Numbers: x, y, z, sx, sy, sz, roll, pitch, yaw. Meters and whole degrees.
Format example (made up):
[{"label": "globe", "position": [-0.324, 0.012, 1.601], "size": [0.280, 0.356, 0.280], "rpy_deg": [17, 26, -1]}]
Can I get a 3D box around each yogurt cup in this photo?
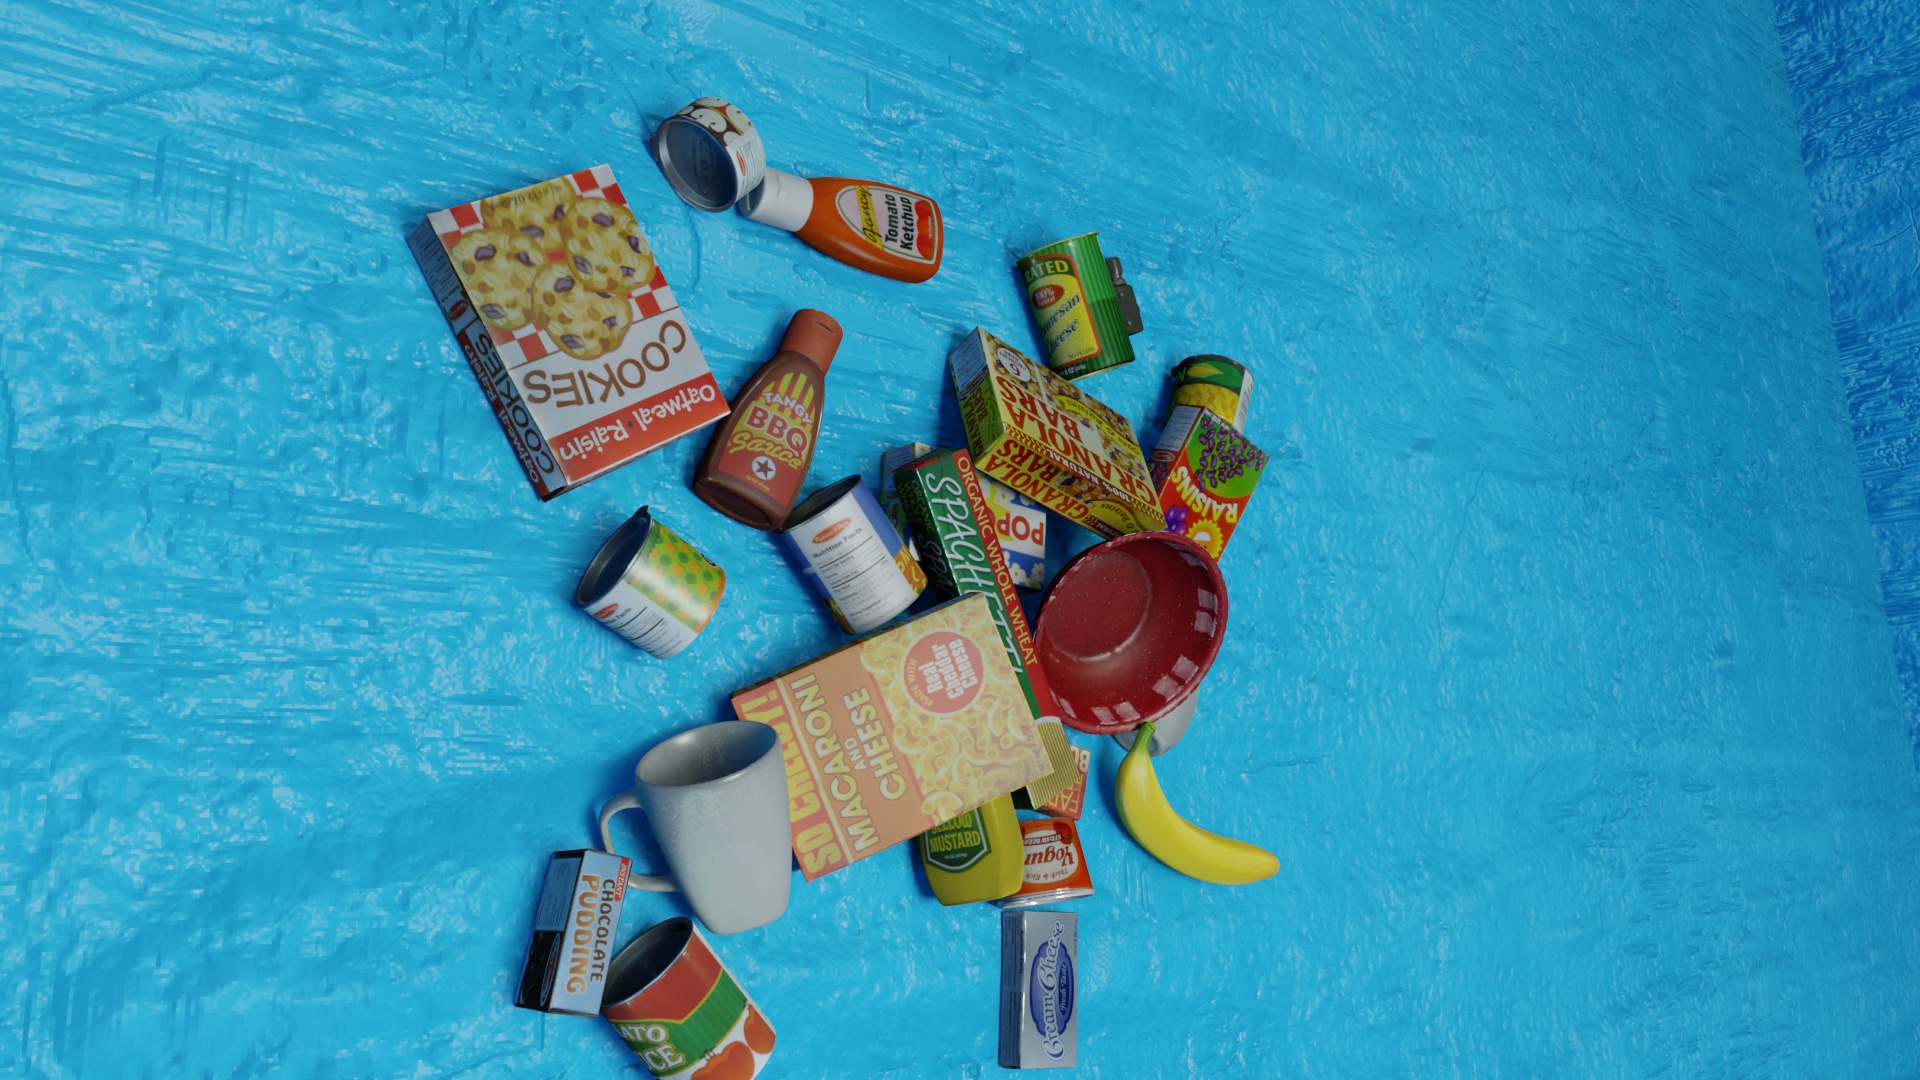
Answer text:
[{"label": "yogurt cup", "position": [0.055, 0.221, 0.953], "size": [0.072, 0.072, 0.054], "rpy_deg": [8, 66, -39]}]

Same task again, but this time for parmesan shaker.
[{"label": "parmesan shaker", "position": [0.092, -0.180, 1.081], "size": [0.071, 0.071, 0.103], "rpy_deg": [-20, 92, -42]}]

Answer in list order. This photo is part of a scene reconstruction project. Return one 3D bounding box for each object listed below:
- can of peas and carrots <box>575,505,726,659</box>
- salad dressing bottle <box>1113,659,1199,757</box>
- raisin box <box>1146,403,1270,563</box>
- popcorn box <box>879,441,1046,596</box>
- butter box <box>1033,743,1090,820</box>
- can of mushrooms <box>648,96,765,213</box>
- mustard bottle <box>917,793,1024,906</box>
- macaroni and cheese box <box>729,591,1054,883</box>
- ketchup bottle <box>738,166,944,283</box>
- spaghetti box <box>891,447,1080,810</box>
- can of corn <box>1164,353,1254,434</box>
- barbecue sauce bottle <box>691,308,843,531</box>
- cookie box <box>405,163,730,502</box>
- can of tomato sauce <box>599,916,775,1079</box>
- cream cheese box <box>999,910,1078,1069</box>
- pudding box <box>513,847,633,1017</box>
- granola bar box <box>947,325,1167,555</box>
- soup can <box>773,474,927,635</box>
[{"label": "can of peas and carrots", "position": [-0.177, 0.025, 0.802], "size": [0.058, 0.071, 0.071], "rpy_deg": [40, 56, -27]}, {"label": "salad dressing bottle", "position": [0.167, 0.101, 1.092], "size": [0.064, 0.044, 0.148], "rpy_deg": [48, 52, -19]}, {"label": "raisin box", "position": [0.185, -0.036, 1.118], "size": [0.086, 0.040, 0.123], "rpy_deg": [32, 81, -31]}, {"label": "popcorn box", "position": [0.004, -0.012, 0.984], "size": [0.127, 0.038, 0.085], "rpy_deg": [15, 71, -37]}, {"label": "butter box", "position": [0.047, 0.161, 0.986], "size": [0.103, 0.024, 0.053], "rpy_deg": [26, 63, -33]}, {"label": "can of mushrooms", "position": [-0.161, -0.247, 0.887], "size": [0.071, 0.071, 0.034], "rpy_deg": [53, 52, -17]}, {"label": "mustard bottle", "position": [-0.003, 0.158, 0.920], "size": [0.049, 0.065, 0.160], "rpy_deg": [9, 67, -66]}, {"label": "macaroni and cheese box", "position": [-0.042, 0.120, 0.861], "size": [0.167, 0.040, 0.123], "rpy_deg": [-22, 92, -12]}, {"label": "ketchup bottle", "position": [-0.081, -0.223, 0.963], "size": [0.149, 0.043, 0.065], "rpy_deg": [7, 75, -39]}, {"label": "spaghetti box", "position": [0.018, 0.060, 0.938], "size": [0.050, 0.028, 0.249], "rpy_deg": [-26, 101, -39]}, {"label": "can of corn", "position": [0.206, -0.115, 1.168], "size": [0.071, 0.071, 0.058], "rpy_deg": [33, 60, -30]}, {"label": "barbecue sauce bottle", "position": [-0.117, -0.082, 0.895], "size": [0.065, 0.043, 0.149], "rpy_deg": [31, 60, -21]}, {"label": "cookie box", "position": [-0.226, -0.123, 0.816], "size": [0.123, 0.040, 0.167], "rpy_deg": [-32, 99, -41]}, {"label": "can of tomato sauce", "position": [-0.152, 0.262, 0.763], "size": [0.071, 0.071, 0.083], "rpy_deg": [-46, 110, -38]}, {"label": "cream cheese box", "position": [0.054, 0.308, 0.956], "size": [0.053, 0.024, 0.104], "rpy_deg": [14, 70, -36]}, {"label": "pudding box", "position": [-0.207, 0.209, 0.741], "size": [0.030, 0.049, 0.084], "rpy_deg": [23, 64, -33]}, {"label": "granola bar box", "position": [0.070, -0.072, 1.023], "size": [0.165, 0.039, 0.125], "rpy_deg": [27, 34, -33]}, {"label": "soup can", "position": [-0.070, 0.009, 0.900], "size": [0.072, 0.071, 0.083], "rpy_deg": [-44, 109, -38]}]
